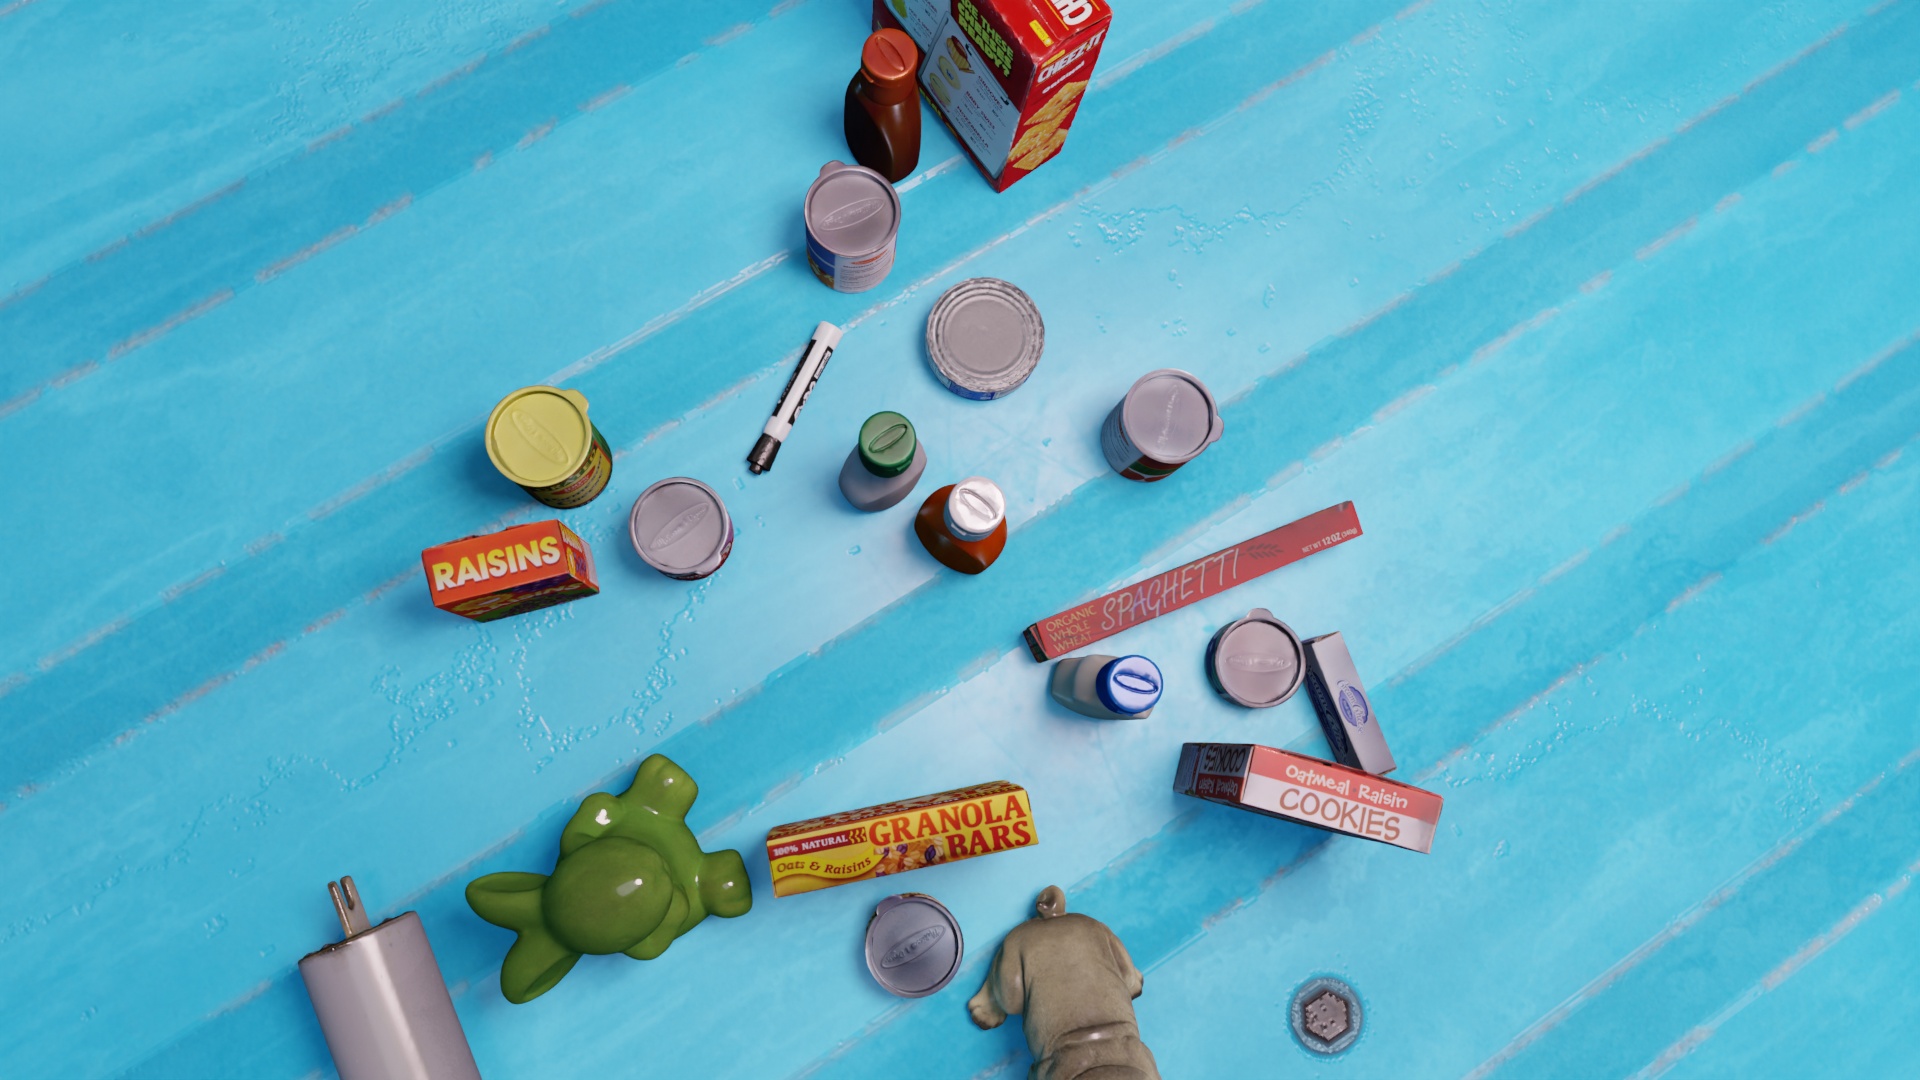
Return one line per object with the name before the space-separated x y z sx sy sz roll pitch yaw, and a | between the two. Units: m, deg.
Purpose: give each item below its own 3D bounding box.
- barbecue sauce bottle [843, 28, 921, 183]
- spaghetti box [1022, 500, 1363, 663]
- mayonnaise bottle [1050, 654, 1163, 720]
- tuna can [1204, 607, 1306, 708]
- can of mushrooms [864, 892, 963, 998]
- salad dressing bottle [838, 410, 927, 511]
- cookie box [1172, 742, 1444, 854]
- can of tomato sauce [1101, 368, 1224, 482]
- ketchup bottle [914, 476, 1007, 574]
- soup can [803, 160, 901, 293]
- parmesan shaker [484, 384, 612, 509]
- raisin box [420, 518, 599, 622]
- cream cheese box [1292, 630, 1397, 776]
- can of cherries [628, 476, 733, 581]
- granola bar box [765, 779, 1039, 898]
barbecue sauce bottle | -0.053 -0.304 0.968 0.044 0.148 0.065 -37 87 -9
spaghetti box | 0.165 0.030 0.991 0.250 0.050 0.028 -21 85 -8
mayonnaise bottle | 0.101 0.097 0.925 0.065 0.148 0.041 16 81 -3
tuna can | 0.211 0.085 0.996 0.071 0.033 0.071 1 82 -5
can of mushrooms | -0.033 0.272 0.944 0.071 0.033 0.071 1 82 -5
salad dressing bottle | -0.051 -0.054 0.932 0.064 0.147 0.044 -34 87 -9
cookie box | 0.223 0.166 0.917 0.123 0.167 0.040 15 81 -3
can of tomato sauce | 0.142 -0.080 0.988 0.071 0.083 0.071 1 82 -5
ketchup bottle | 0.003 -0.012 0.931 0.065 0.148 0.043 37 81 0
soup can | -0.078 -0.222 0.987 0.071 0.083 0.071 1 82 -5
parmesan shaker | -0.271 -0.062 0.934 0.071 0.103 0.071 1 82 -5
raisin box | -0.291 0.021 0.910 0.086 0.123 0.040 -14 84 -7
cream cheese box | 0.270 0.117 0.987 0.024 0.053 0.104 -21 84 -8
can of cherries | -0.190 -0.004 0.957 0.071 0.058 0.071 1 82 -5
granola bar box | -0.041 0.192 0.909 0.166 0.124 0.039 -10 83 -7
